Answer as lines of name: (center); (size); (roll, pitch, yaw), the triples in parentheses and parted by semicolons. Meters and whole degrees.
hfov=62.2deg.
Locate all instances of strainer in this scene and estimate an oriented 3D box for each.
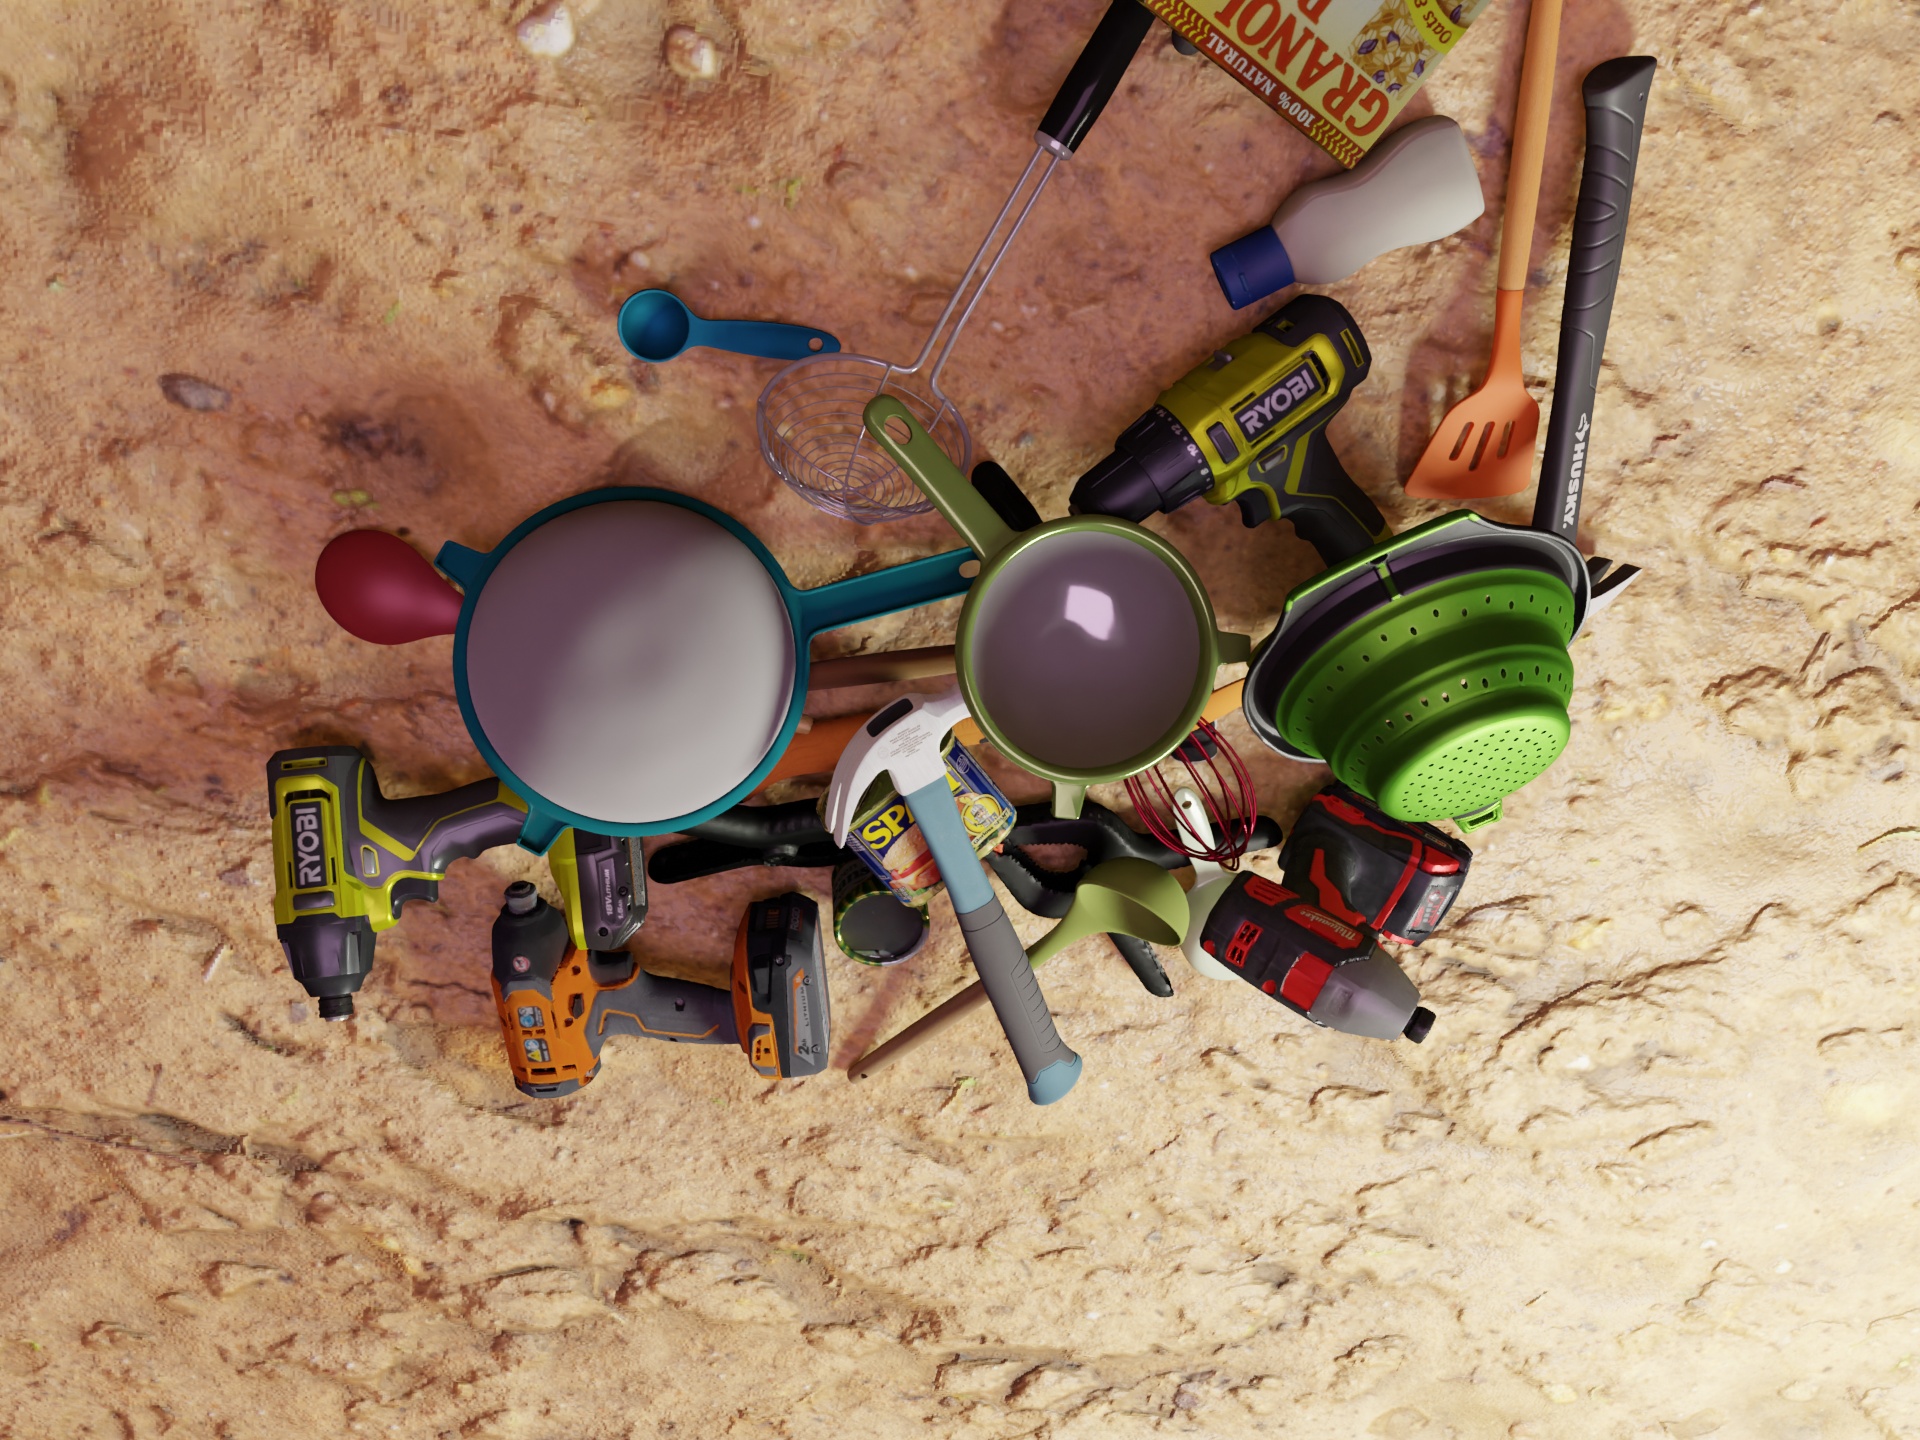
strainer: (-0.129, -0.053, 0.928); (0.340, 0.095, 0.211); (-16, 93, -8)
strainer: (0.031, -0.080, 0.902); (0.151, 0.069, 0.256); (-43, 98, -5)

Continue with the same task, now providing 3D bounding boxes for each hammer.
hammer: (0.014, 0.123, 1.009); (0.128, 0.033, 0.330); (-27, 122, -7)
hammer: (0.368, -0.211, 0.937); (0.146, 0.035, 0.334); (-15, 116, -34)
hammer: (-0.002, -0.003, 1.039); (0.337, 0.034, 0.127); (-10, 120, 1)

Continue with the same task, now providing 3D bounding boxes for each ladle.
ladle: (0.028, 0.189, 1.111); (0.078, 0.062, 0.320); (40, 121, -22)
ladle: (-0.242, -0.044, 0.972); (0.315, 0.031, 0.069); (18, 106, -7)

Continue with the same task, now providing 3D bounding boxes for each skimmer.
skimmer: (0.011, -0.270, 0.894); (0.127, 0.090, 0.363); (27, 103, -21)

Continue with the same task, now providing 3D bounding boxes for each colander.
colander: (0.301, 0.023, 0.951); (0.204, 0.095, 0.396); (-26, 148, 13)

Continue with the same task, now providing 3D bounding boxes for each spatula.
spatula: (0.318, -0.278, 0.924); (0.081, 0.041, 0.322); (-2, 115, -4)

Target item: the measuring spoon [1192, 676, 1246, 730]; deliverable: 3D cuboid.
measuring spoon: (0.183, -0.016, 1.035); (0.117, 0.011, 0.021); (-25, 122, -22)

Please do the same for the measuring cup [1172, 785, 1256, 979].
measuring cup: (0.174, 0.114, 1.081); (0.083, 0.038, 0.167); (-22, 127, 2)

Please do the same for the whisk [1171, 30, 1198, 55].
whisk: (0.164, -0.452, 0.797); (0.055, 0.055, 0.238); (17, 120, -14)

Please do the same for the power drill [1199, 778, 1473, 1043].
power drill: (0.251, 0.125, 1.016); (0.143, 0.219, 0.078); (30, 117, 16)

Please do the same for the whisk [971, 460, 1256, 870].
whisk: (0.093, -0.033, 0.974); (0.073, 0.073, 0.296); (-32, 94, 13)

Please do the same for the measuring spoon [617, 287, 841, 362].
measuring spoon: (-0.133, -0.224, 0.917); (0.128, 0.021, 0.042); (3, 119, -17)

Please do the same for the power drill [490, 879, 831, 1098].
power drill: (-0.209, 0.177, 1.097); (0.226, 0.084, 0.164); (-4, 118, 1)

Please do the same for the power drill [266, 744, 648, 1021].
power drill: (-0.318, 0.095, 1.010); (0.223, 0.080, 0.171); (-6, 86, -3)

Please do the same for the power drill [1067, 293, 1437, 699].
power drill: (0.187, -0.113, 0.957); (0.190, 0.080, 0.228); (-37, 116, 0)

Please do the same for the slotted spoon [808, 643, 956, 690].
slotted spoon: (-0.094, -0.030, 1.002); (0.314, 0.031, 0.070); (-7, 115, 4)
